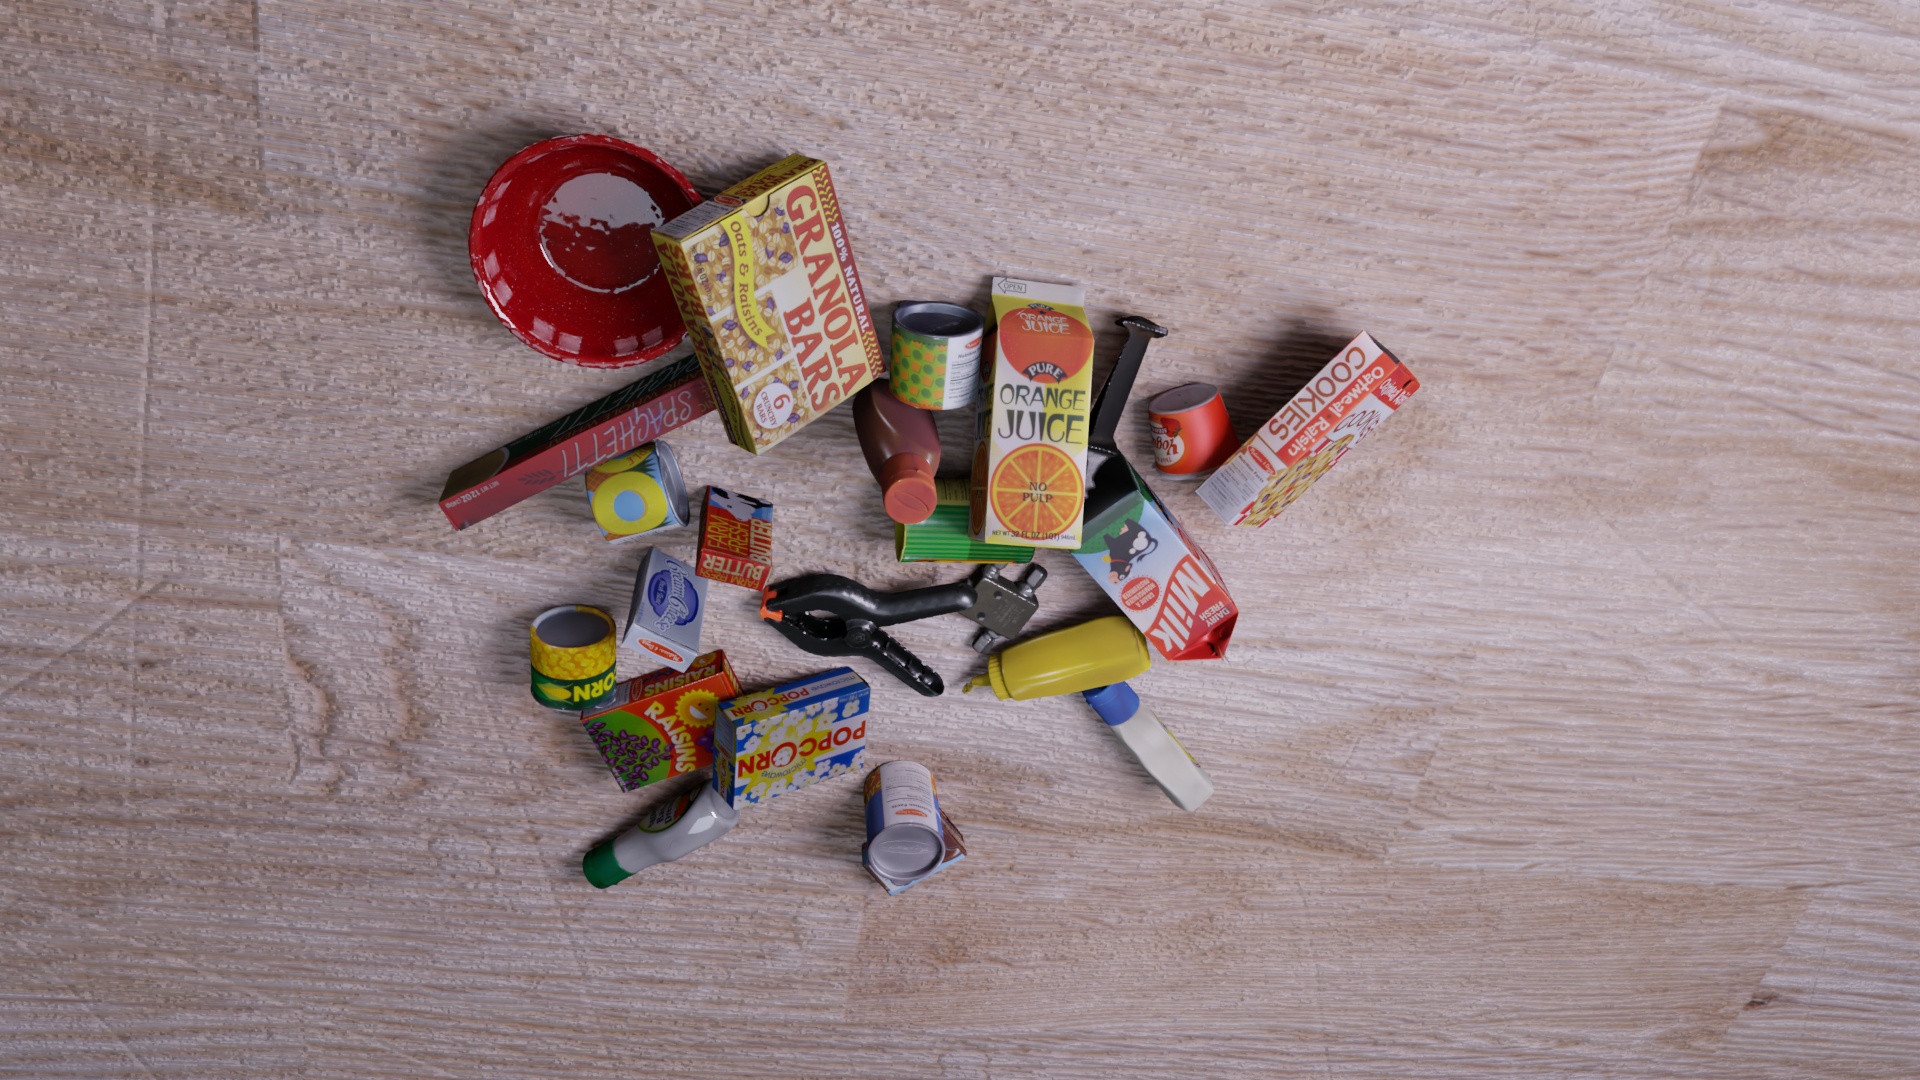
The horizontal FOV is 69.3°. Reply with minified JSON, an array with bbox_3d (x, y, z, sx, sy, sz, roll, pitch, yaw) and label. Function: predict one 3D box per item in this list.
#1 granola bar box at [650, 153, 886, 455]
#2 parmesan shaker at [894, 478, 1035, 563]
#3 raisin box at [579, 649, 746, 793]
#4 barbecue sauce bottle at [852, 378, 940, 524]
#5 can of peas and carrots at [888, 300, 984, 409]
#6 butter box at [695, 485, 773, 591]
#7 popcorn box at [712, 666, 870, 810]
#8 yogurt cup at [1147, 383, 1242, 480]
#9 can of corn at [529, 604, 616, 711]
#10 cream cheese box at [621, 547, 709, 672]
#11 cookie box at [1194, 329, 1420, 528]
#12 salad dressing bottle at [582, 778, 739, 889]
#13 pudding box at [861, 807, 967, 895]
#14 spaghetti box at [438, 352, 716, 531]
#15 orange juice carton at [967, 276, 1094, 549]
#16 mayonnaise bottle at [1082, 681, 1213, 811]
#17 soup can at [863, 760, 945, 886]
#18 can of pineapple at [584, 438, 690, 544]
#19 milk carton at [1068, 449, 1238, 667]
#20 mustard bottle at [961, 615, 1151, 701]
[{"bbox_3d":[-0.124,-0.159,0.944,0.125,0.039,0.164,-38,131,-28],"label":"granola bar box"},{"bbox_3d":[0.004,-0.013,1.071,0.103,0.071,0.071,2,120,-9],"label":"parmesan shaker"},{"bbox_3d":[-0.239,0.150,1.151,0.123,0.040,0.085,-19,120,2],"label":"raisin box"},{"bbox_3d":[-0.042,-0.063,0.991,0.065,0.149,0.043,29,112,-22],"label":"barbecue sauce bottle"},{"bbox_3d":[-0.020,-0.135,1.003,0.071,0.071,0.058,0,121,-8],"label":"can of peas and carrots"},{"bbox_3d":[-0.168,-0.003,1.034,0.053,0.104,0.024,16,116,-15],"label":"butter box"},{"bbox_3d":[-0.138,0.161,1.141,0.127,0.038,0.084,-13,125,-33],"label":"popcorn box"},{"bbox_3d":[0.176,-0.085,1.060,0.072,0.072,0.053,-18,113,3],"label":"yogurt cup"},{"bbox_3d":[-0.302,0.093,1.091,0.071,0.071,0.058,3,119,-9],"label":"can of corn"},{"bbox_3d":[-0.223,0.051,1.058,0.053,0.104,0.024,29,117,-21],"label":"cream cheese box"},{"bbox_3d":[0.265,-0.078,1.046,0.167,0.123,0.040,-45,72,17],"label":"cookie box"},{"bbox_3d":[-0.260,0.256,1.199,0.147,0.064,0.044,-30,109,18],"label":"salad dressing bottle"},{"bbox_3d":[-0.042,0.282,1.260,0.083,0.030,0.049,-31,118,10],"label":"pudding box"},{"bbox_3d":[-0.261,-0.079,1.008,0.250,0.050,0.028,-25,121,6],"label":"spaghetti box"},{"bbox_3d":[0.051,-0.092,1.008,0.072,0.073,0.192,4,90,-10],"label":"orange juice carton"},{"bbox_3d":[0.161,0.171,1.207,0.041,0.065,0.147,-40,114,0],"label":"mayonnaise bottle"},{"bbox_3d":[-0.050,0.244,1.205,0.071,0.084,0.071,-3,120,-6],"label":"soup can"},{"bbox_3d":[-0.239,-0.037,1.027,0.058,0.071,0.070,-15,121,1],"label":"can of pineapple"},{"bbox_3d":[0.158,0.025,1.115,0.073,0.072,0.190,-36,118,13],"label":"milk carton"},{"bbox_3d":[0.075,0.103,1.154,0.160,0.049,0.065,-15,154,13],"label":"mustard bottle"}]
